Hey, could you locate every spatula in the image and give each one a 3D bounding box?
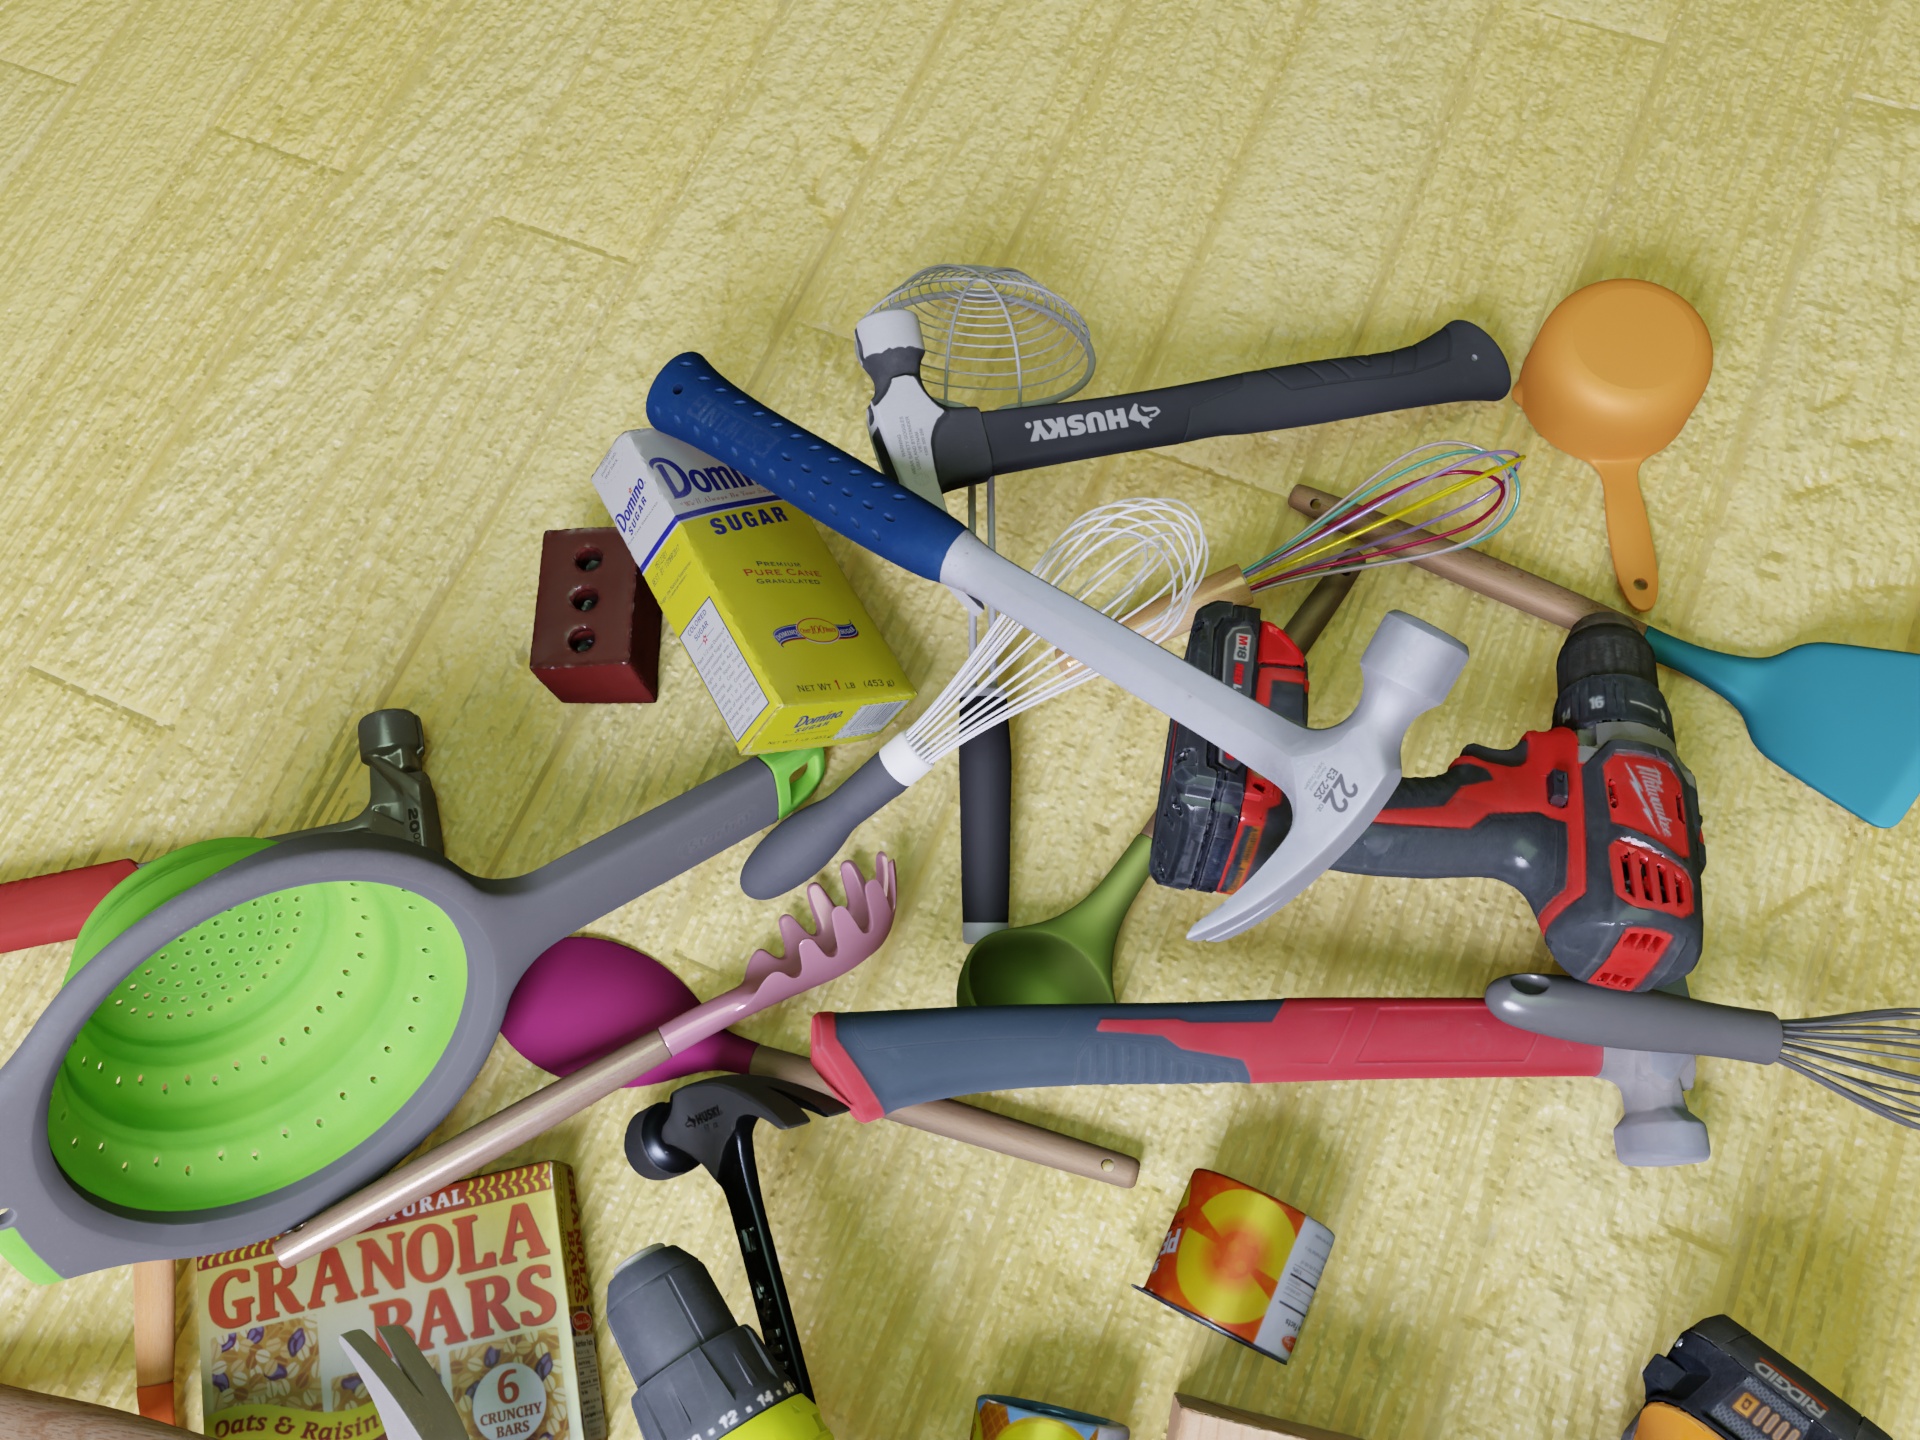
[{"bbox_3d":[-0.365,0.271,0.708,0.081,0.041,0.323,-12,76,18],"label":"spatula"},{"bbox_3d":[0.307,-0.052,0.772,0.317,0.044,0.082,25,100,15],"label":"spatula"}]

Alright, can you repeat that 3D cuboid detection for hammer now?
[{"bbox_3d":[-0.436,0.099,0.791,0.359,0.036,0.149,-12,70,0],"label":"hammer"},{"bbox_3d":[0.129,0.123,0.686,0.386,0.038,0.143,1,69,-8],"label":"hammer"},{"bbox_3d":[0.003,-0.060,0.679,0.406,0.035,0.144,33,98,31],"label":"hammer"},{"bbox_3d":[-0.332,0.303,0.654,0.331,0.031,0.130,-1,77,25],"label":"hammer"},{"bbox_3d":[-0.044,0.340,0.637,0.036,0.149,0.409,-7,72,-38],"label":"hammer"},{"bbox_3d":[0.122,-0.148,0.787,0.334,0.035,0.146,-11,83,-15],"label":"hammer"}]

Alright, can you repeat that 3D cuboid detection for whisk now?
[{"bbox_3d":[-0.001,-0.002,0.731,0.284,0.070,0.070,-40,70,18],"label":"whisk"},{"bbox_3d":[0.339,0.137,0.669,0.239,0.055,0.055,9,71,0],"label":"whisk"},{"bbox_3d":[0.161,-0.076,0.783,0.245,0.051,0.047,-24,30,9],"label":"whisk"}]

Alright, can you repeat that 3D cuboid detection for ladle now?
[{"bbox_3d":[0.108,0.035,0.754,0.078,0.062,0.320,36,74,6],"label":"ladle"}]

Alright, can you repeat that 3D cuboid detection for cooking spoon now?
[{"bbox_3d":[-0.072,0.165,0.742,0.319,0.017,0.069,14,72,11],"label":"cooking spoon"}]

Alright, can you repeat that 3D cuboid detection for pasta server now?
[{"bbox_3d":[-0.162,0.153,0.721,0.316,0.060,0.040,-28,102,-12],"label":"pasta server"}]

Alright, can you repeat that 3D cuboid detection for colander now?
[{"bbox_3d":[-0.242,0.083,0.712,0.397,0.204,0.095,-29,48,-30],"label":"colander"}]

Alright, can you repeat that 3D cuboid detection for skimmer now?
[{"bbox_3d":[0.009,-0.068,0.813,0.127,0.090,0.363,1,80,-5],"label":"skimmer"}]

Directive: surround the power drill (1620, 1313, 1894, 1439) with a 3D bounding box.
[{"bbox_3d":[0.232,0.323,0.564,0.226,0.185,0.084,-40,48,-17],"label":"power drill"}]

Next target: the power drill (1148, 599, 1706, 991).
[{"bbox_3d":[0.207,0.013,0.700,0.226,0.080,0.188,11,51,5],"label":"power drill"}]

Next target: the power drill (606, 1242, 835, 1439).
[{"bbox_3d":[-0.132,0.333,0.608,0.228,0.080,0.191,-42,68,17],"label":"power drill"}]

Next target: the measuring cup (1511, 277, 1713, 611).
[{"bbox_3d":[0.336,-0.142,0.796,0.095,0.052,0.174,-2,68,5],"label":"measuring cup"}]
